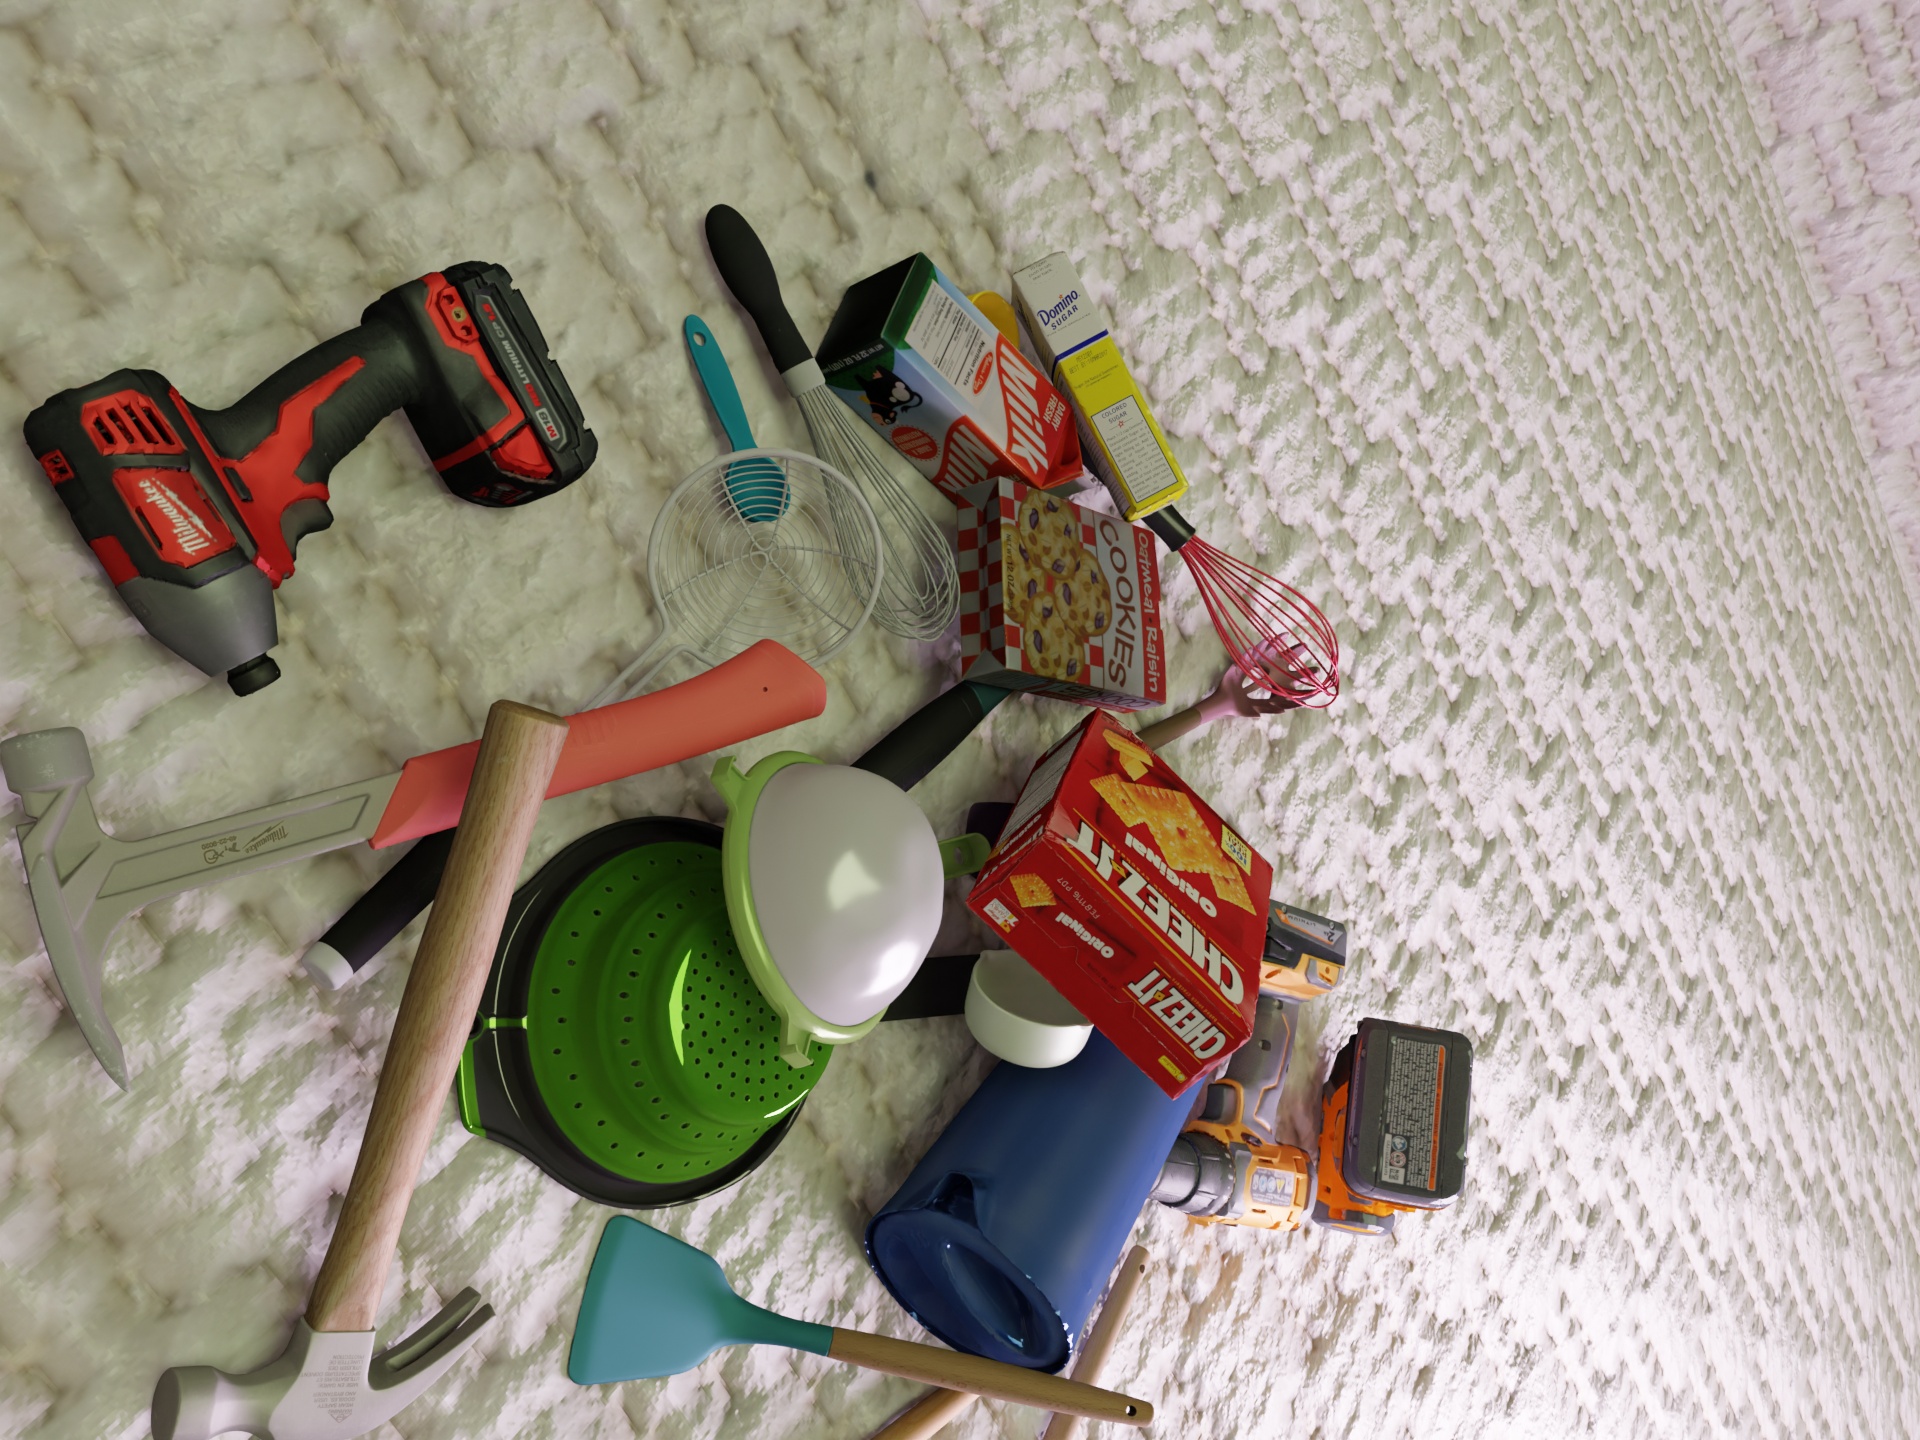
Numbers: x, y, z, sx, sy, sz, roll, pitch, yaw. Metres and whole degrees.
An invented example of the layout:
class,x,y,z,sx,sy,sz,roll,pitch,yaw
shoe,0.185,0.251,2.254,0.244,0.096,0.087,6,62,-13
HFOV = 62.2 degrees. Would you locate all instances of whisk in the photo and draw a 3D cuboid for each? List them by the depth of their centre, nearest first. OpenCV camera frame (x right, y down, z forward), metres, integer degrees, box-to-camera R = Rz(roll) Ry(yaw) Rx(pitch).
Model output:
class,x,y,z,sx,sy,sz,roll,pitch,yaw
whisk,-0.079,-0.174,0.946,0.070,0.070,0.284,-36,103,-41
whisk,0.175,-0.117,1.154,0.295,0.073,0.073,44,54,-12

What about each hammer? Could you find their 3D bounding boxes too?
class,x,y,z,sx,sy,sz,roll,pitch,yaw
hammer,-0.233,0.153,0.692,0.130,0.031,0.331,18,90,-42
hammer,-0.221,0.037,0.728,0.359,0.037,0.149,-17,94,-31
hammer,-0.002,-0.003,0.987,0.331,0.033,0.128,-40,110,-46

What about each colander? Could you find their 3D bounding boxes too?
class,x,y,z,sx,sy,sz,roll,pitch,yaw
colander,-0.071,0.152,0.869,0.396,0.094,0.204,4,80,-43

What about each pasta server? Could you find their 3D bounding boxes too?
class,x,y,z,sx,sy,sz,roll,pitch,yaw
pasta server,0.159,0.003,1.155,0.316,0.040,0.060,-23,85,-42

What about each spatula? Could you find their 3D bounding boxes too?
class,x,y,z,sx,sy,sz,roll,pitch,yaw
spatula,-0.043,0.337,0.842,0.317,0.044,0.082,16,70,-9
spatula,0.118,0.097,1.113,0.315,0.018,0.060,9,87,-42

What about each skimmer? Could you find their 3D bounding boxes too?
class,x,y,z,sx,sy,sz,roll,pitch,yaw
skimmer,-0.176,-0.005,0.797,0.127,0.090,0.363,53,52,-17

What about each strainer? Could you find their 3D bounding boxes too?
class,x,y,z,sx,sy,sz,roll,pitch,yaw
strainer,-0.025,0.079,0.842,0.256,0.069,0.151,-6,80,-63

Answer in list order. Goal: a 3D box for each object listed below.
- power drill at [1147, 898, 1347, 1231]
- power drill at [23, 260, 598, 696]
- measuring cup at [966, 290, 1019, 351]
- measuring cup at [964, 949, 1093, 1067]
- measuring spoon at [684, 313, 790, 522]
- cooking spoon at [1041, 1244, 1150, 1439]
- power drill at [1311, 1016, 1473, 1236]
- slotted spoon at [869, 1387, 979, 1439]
class,x,y,z,sx,sy,sz,roll,pitch,yaw
power drill,0.188,0.239,1.117,0.185,0.084,0.226,21,74,-40
power drill,-0.285,-0.114,0.726,0.220,0.078,0.143,-37,108,-38
measuring cup,0.033,-0.221,1.087,0.062,0.029,0.156,-58,133,-33
measuring cup,0.067,0.163,0.955,0.167,0.083,0.038,-11,124,-51
measuring spoon,-0.137,-0.172,0.920,0.042,0.021,0.128,-20,88,-43
cooking spoon,0.050,0.468,0.985,0.068,0.017,0.319,51,53,-26
power drill,0.305,0.282,1.152,0.226,0.084,0.164,83,17,-69
slotted spoon,-0.067,0.420,0.876,0.313,0.031,0.070,-18,93,-45
